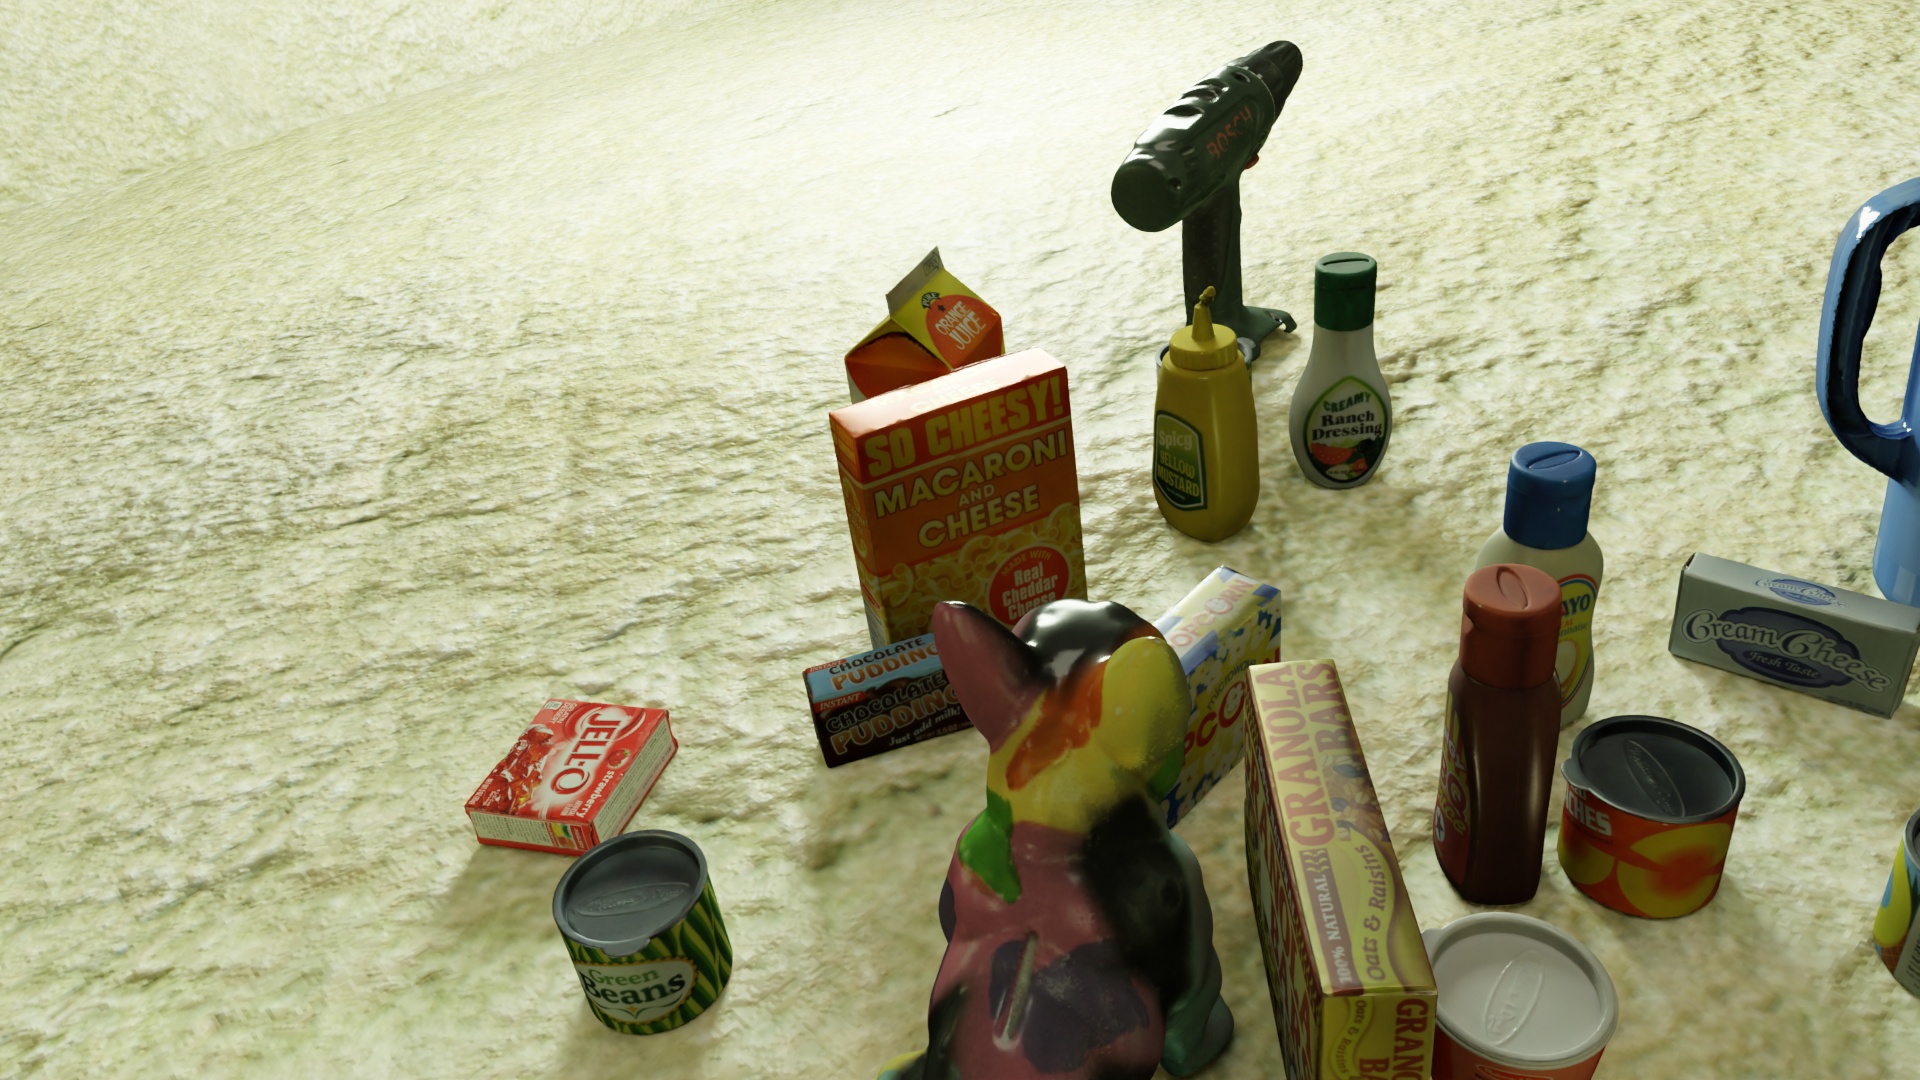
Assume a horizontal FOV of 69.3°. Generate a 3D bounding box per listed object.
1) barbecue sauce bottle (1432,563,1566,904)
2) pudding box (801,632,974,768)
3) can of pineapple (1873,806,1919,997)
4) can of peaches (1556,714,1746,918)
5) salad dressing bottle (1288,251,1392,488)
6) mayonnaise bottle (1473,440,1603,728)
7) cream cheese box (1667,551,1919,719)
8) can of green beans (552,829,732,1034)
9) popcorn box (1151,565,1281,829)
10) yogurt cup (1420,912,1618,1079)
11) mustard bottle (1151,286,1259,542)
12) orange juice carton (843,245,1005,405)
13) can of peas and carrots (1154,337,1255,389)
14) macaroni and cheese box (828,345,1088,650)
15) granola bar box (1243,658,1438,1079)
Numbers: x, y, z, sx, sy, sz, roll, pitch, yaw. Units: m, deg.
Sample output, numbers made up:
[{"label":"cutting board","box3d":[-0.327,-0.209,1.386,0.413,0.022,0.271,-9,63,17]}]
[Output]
[{"label":"barbecue sauce bottle","box3d":[0.226,0.080,0.582,0.044,0.147,0.065,-4,32,7]},{"label":"pudding box","box3d":[-0.037,0.082,0.727,0.084,0.049,0.030,-15,33,-11]},{"label":"can of pineapple","box3d":[0.395,0.141,0.534,0.071,0.057,0.071,-6,32,4]},{"label":"can of peaches","box3d":[0.290,0.118,0.593,0.071,0.057,0.071,-6,32,4]},{"label":"salad dressing bottle","box3d":[0.238,-0.105,0.869,0.064,0.147,0.044,-6,32,4]},{"label":"mayonnaise bottle","box3d":[0.272,0.026,0.657,0.065,0.147,0.041,-17,33,-13]},{"label":"cream cheese box","box3d":[0.409,0.046,0.684,0.104,0.053,0.024,20,41,36]},{"label":"can of green beans","box3d":[-0.137,0.170,0.604,0.071,0.057,0.071,-6,32,4]},{"label":"popcorn box","box3d":[0.105,0.081,0.665,0.038,0.084,0.127,21,43,38]},{"label":"yogurt cup","box3d":[0.204,0.182,0.515,0.072,0.053,0.073,-6,32,4]},{"label":"mustard bottle","box3d":[0.145,-0.078,0.834,0.049,0.159,0.065,-27,37,-27]},{"label":"orange juice carton","box3d":[-0.016,-0.073,0.832,0.073,0.191,0.072,8,36,24]},{"label":"can of peas and carrots","box3d":[0.172,-0.104,0.965,0.071,0.058,0.071,-6,32,4]},{"label":"macaroni and cheese box","box3d":[0.003,-0.009,0.753,0.124,0.165,0.040,-20,34,-19]},{"label":"granola bar box","box3d":[0.137,0.144,0.523,0.039,0.123,0.166,-5,32,5]}]
